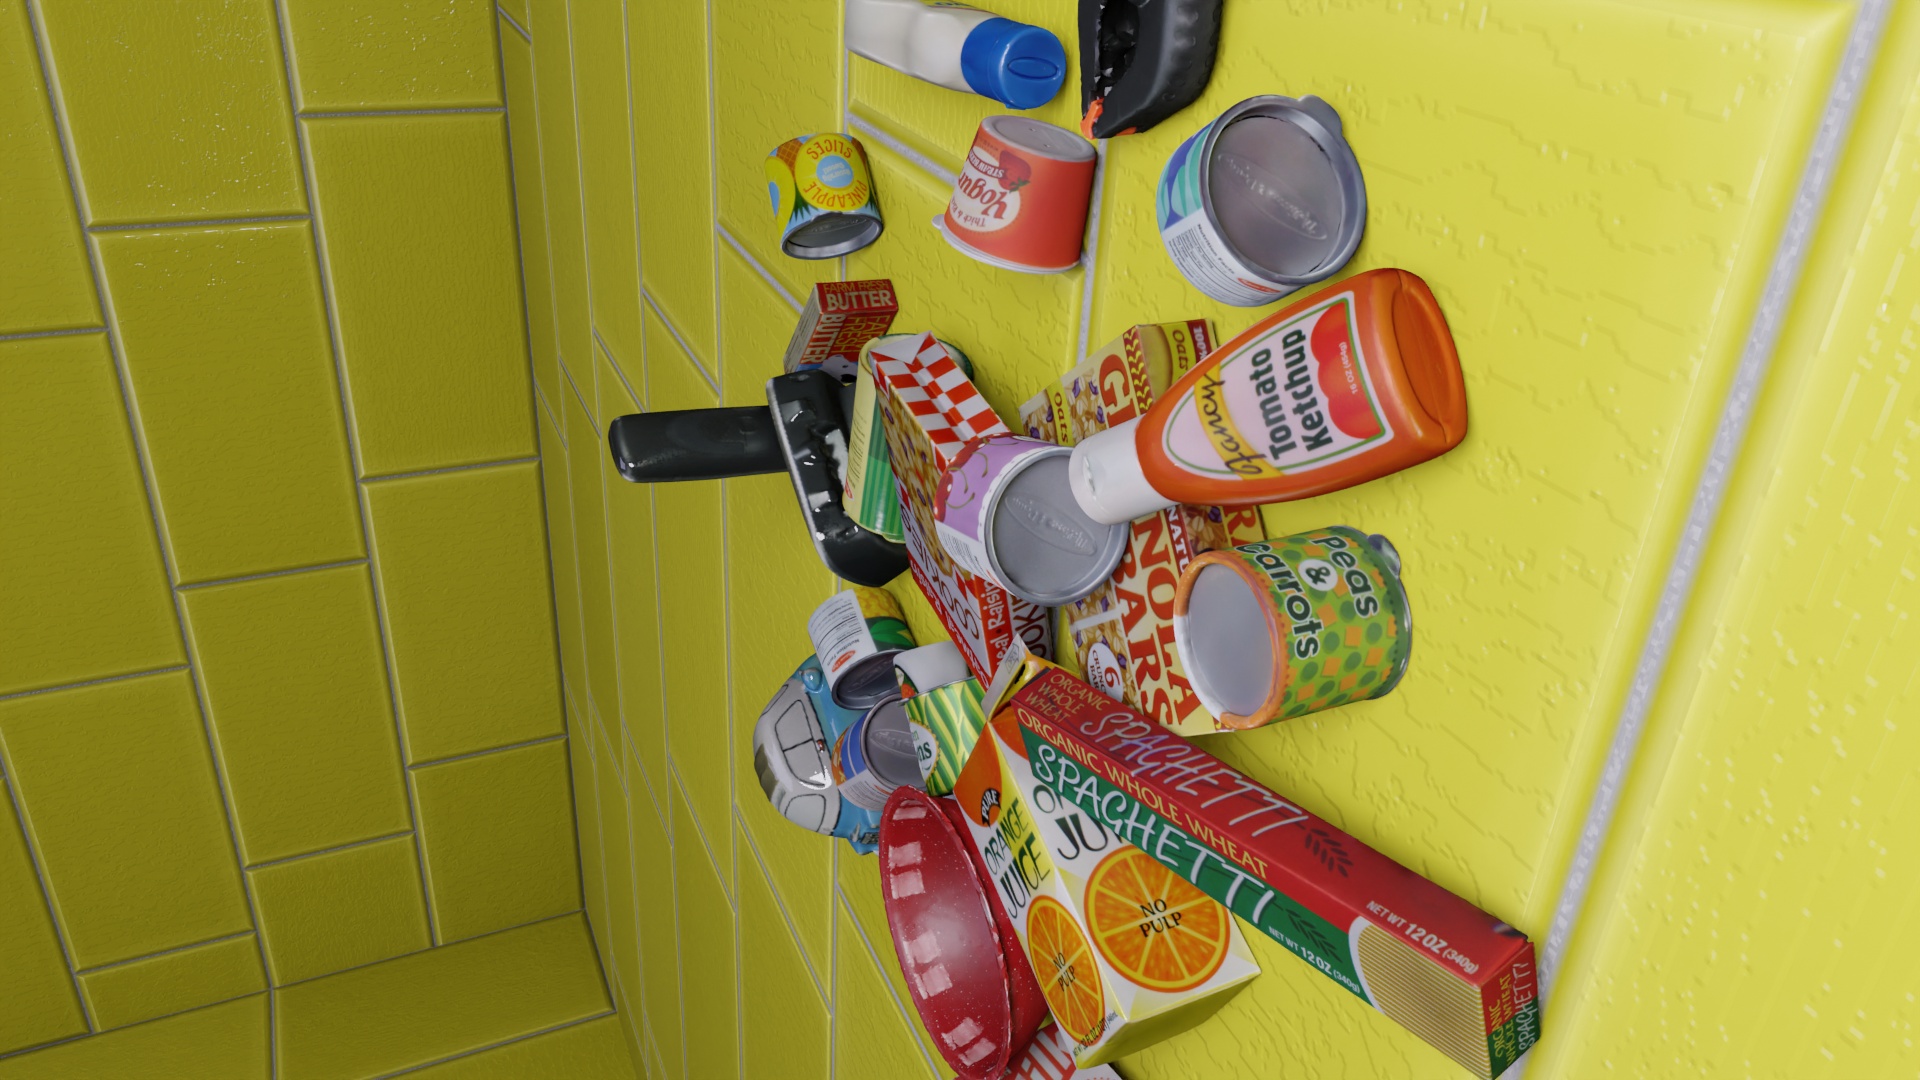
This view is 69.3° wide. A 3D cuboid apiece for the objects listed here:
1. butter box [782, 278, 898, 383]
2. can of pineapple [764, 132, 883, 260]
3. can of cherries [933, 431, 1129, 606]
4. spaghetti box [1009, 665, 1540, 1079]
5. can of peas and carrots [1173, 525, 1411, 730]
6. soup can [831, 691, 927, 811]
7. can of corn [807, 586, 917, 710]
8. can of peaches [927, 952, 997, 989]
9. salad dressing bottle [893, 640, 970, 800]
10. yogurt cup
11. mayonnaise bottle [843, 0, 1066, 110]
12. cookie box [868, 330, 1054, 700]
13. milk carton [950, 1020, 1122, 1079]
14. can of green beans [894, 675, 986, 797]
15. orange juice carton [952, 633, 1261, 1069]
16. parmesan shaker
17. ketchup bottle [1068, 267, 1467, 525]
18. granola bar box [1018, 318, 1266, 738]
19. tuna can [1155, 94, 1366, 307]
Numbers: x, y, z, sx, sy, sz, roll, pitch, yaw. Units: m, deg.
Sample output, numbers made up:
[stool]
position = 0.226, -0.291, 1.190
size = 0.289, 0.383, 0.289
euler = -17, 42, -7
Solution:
[butter box]
position = -0.081, -0.136, 0.919
size = 0.103, 0.053, 0.024
euler = 131, 129, -60
[can of pineapple]
position = -0.087, -0.219, 0.882
size = 0.070, 0.071, 0.058
euler = 144, 114, -65
[can of cherries]
position = 0.031, -0.013, 0.589
size = 0.058, 0.072, 0.071
euler = -156, 59, -65
[spaghetti box]
position = 0.106, 0.117, 0.540
size = 0.250, 0.029, 0.050
euler = 26, 140, 51
[can of peas and carrots]
position = 0.120, 0.030, 0.504
size = 0.071, 0.059, 0.071
euler = 171, 89, -67
[soup can]
position = -0.045, 0.140, 0.928
size = 0.083, 0.071, 0.071
euler = 135, 122, -63
[can of corn]
position = -0.064, 0.074, 0.948
size = 0.070, 0.071, 0.058
euler = 107, 147, -46
[can of peaches]
position = 0.013, 0.266, 0.840
size = 0.071, 0.071, 0.058
euler = -153, 57, -62
[salad dressing bottle]
position = -0.004, 0.138, 0.855
size = 0.064, 0.044, 0.148
euler = 131, 127, -72
[yogurt cup]
position = 0.029, -0.160, 0.638
size = 0.072, 0.072, 0.053
euler = 55, 138, 46
[mayonnaise bottle]
position = -0.002, -0.244, 0.683
size = 0.148, 0.065, 0.041
euler = 41, 128, 51
[cookie box]
position = 0.003, -0.009, 0.738
size = 0.123, 0.040, 0.166
euler = -124, 18, -46
[milk carton]
position = 0.058, 0.321, 0.729
size = 0.191, 0.072, 0.073
euler = 28, 137, 63
[can of green beans]
position = 0.006, 0.111, 0.792
size = 0.071, 0.071, 0.058
euler = 138, 119, -64
[orange juice carton]
position = 0.056, 0.142, 0.668
size = 0.193, 0.073, 0.071
euler = 64, 152, 29
[parmesan shaker]
position = -0.031, -0.060, 0.812
size = 0.071, 0.071, 0.102
euler = -123, 33, -43
[ketchup bottle]
position = 0.101, -0.040, 0.489
size = 0.148, 0.044, 0.065
euler = -22, 78, 49
[granola bar box]
position = 0.083, 0.002, 0.604
size = 0.124, 0.039, 0.165
euler = 150, 109, -67
[tuna can]
position = 0.104, -0.118, 0.478
size = 0.032, 0.071, 0.071
euler = 163, 97, -68
